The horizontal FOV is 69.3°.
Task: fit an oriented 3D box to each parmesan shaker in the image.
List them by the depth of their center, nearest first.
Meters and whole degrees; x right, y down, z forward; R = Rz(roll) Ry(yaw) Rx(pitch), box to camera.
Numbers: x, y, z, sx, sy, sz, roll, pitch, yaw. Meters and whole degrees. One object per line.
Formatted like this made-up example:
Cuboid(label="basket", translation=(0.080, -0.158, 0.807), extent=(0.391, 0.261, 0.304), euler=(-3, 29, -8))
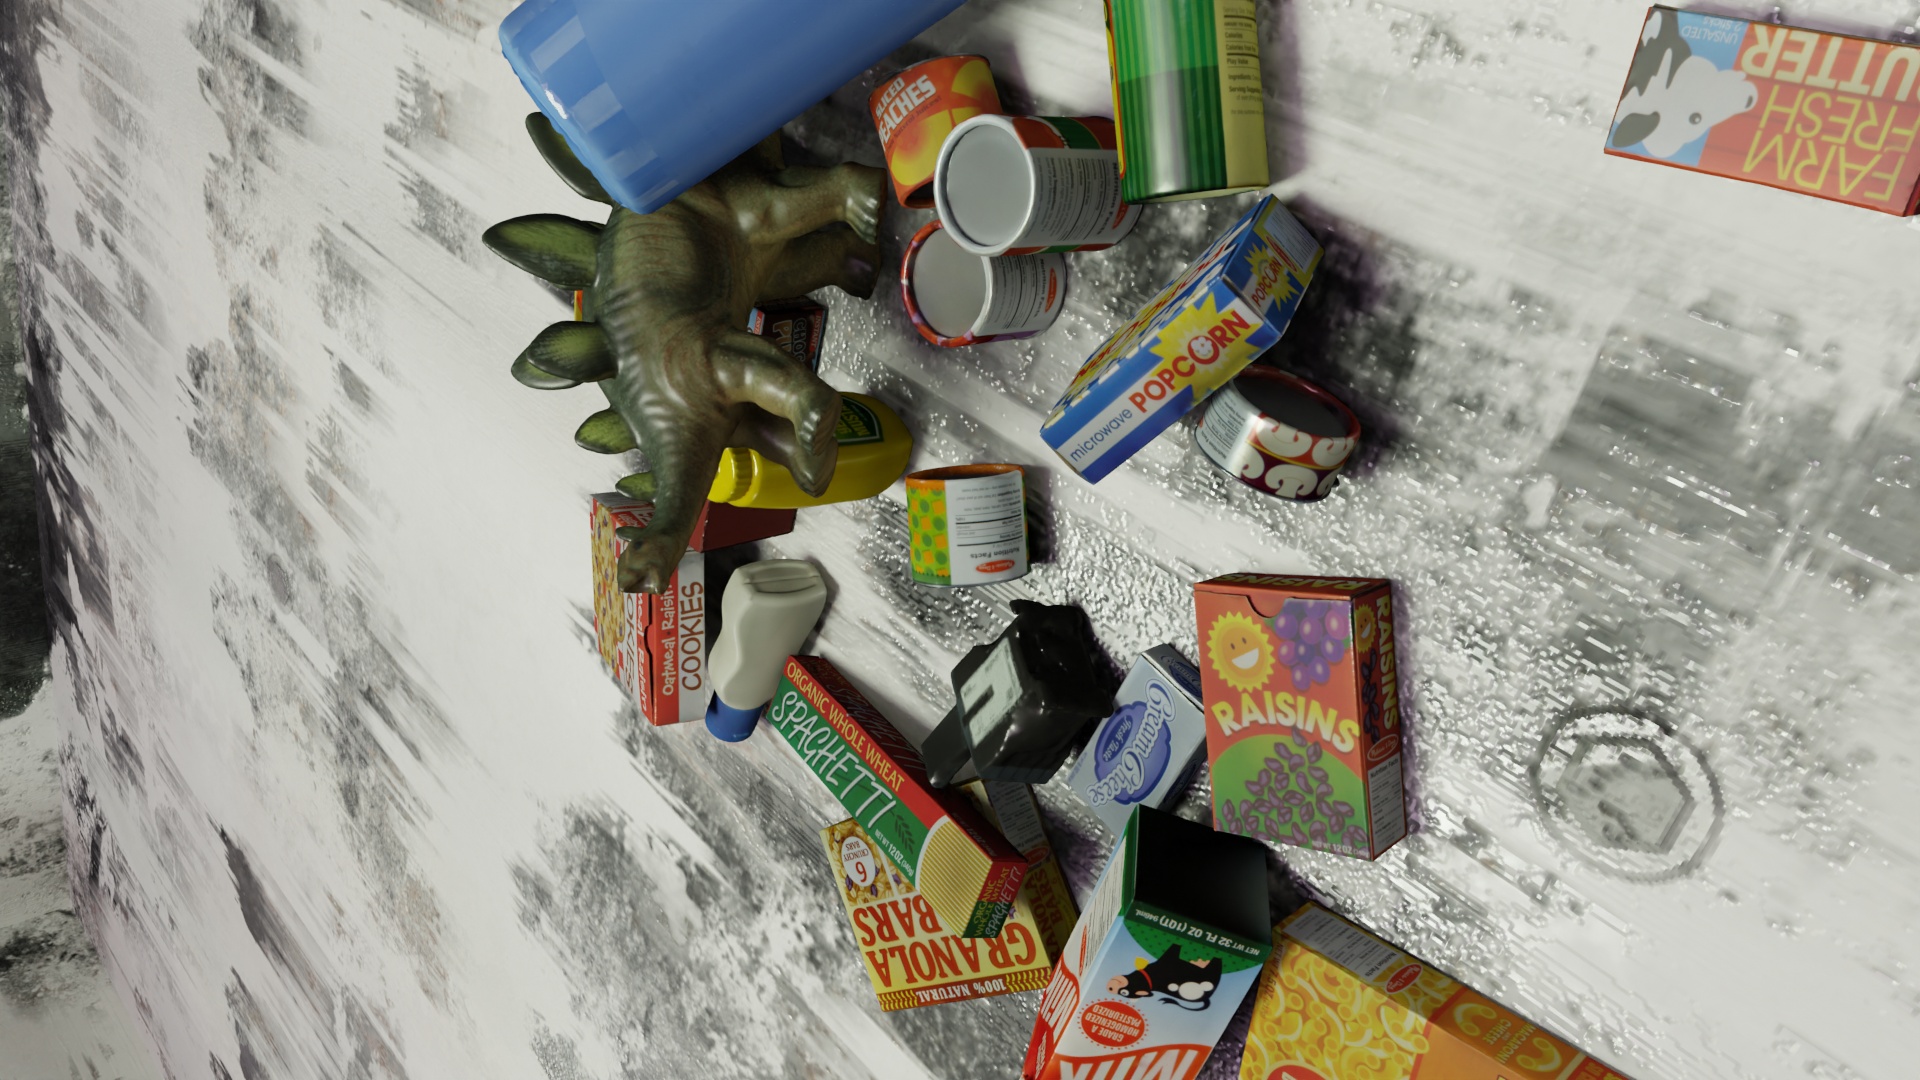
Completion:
Cuboid(label="parmesan shaker", translation=(0.097, -0.203, 0.611), extent=(0.071, 0.071, 0.103), euler=(3, 102, 44))

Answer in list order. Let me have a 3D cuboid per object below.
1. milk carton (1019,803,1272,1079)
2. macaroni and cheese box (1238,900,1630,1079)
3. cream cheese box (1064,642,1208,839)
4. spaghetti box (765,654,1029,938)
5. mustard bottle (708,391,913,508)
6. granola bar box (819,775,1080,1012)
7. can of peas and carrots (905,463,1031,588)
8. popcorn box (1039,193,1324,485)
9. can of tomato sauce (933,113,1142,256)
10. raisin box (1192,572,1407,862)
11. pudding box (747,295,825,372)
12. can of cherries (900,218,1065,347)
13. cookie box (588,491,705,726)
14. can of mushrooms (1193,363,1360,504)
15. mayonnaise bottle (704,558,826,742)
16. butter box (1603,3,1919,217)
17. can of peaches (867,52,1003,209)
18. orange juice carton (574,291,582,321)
Cuboid(label="milk carton", translation=(0.090, 0.236, 0.716), extent=(0.072, 0.074, 0.189), euler=(19, 120, -2))
Cuboid(label="macaroni and cheese box", translation=(0.212, 0.264, 0.643), extent=(0.166, 0.040, 0.123), euler=(24, 118, 39))
Cuboid(label="cream cheese box", translation=(0.097, 0.108, 0.727), extent=(0.053, 0.024, 0.103), euler=(45, 128, 27))
Cuboid(label="spaghetti box", translation=(-0.047, 0.144, 0.829), extent=(0.250, 0.029, 0.050), euler=(36, 108, 49))
Cuboid(label="mustard bottle", translation=(-0.100, -0.048, 0.785), extent=(0.065, 0.161, 0.048), euler=(43, 126, 27))
Cuboid(label="granola bar box", translation=(-0.006, 0.215, 0.848), extent=(0.165, 0.039, 0.124), euler=(-27, 80, 45))
Cuboid(label="can of peas and carrots", translation=(0.003, -0.010, 0.762), extent=(0.071, 0.071, 0.058), euler=(6, 104, 44))
Cuboid(label="popcorn box", translation=(0.098, -0.089, 0.627), extent=(0.038, 0.085, 0.126), euler=(43, 133, -7))
Cuboid(label="can of tomato sauce", translation=(0.037, -0.172, 0.672), extent=(0.071, 0.083, 0.071), euler=(14, 110, 42))
Cuboid(label="raisin box", translation=(0.158, 0.079, 0.650), extent=(0.086, 0.040, 0.123), euler=(2, 102, 45))
Cuboid(label="pudding box", translation=(-0.118, -0.109, 0.866), extent=(0.030, 0.050, 0.083), euler=(35, 123, 35))
Cuboid(label="can of cherries", translation=(0.010, -0.136, 0.726), extent=(0.071, 0.058, 0.071), euler=(14, 110, 42))
Cuboid(label="cookie box", translation=(-0.224, 0.043, 0.982), extent=(0.167, 0.040, 0.122), euler=(29, 121, 58))
Cuboid(label="can of mushrooms", translation=(0.142, -0.048, 0.615), extent=(0.071, 0.071, 0.033), euler=(41, 125, 30))
Cuboid(label="mayonnaise bottle", translation=(-0.138, 0.076, 0.928), extent=(0.041, 0.065, 0.147), euler=(59, 139, 35))
Cuboid(label="butter box", translation=(0.282, -0.148, 0.477), extent=(0.103, 0.024, 0.053), euler=(28, 119, 37))
Cuboid(label="can of peaches", translation=(-0.010, -0.210, 0.717), extent=(0.071, 0.071, 0.058), euler=(-17, 90, 46))
Cuboid(label="orange juice carton", translation=(-0.186, -0.160, 0.905), extent=(0.192, 0.072, 0.073), euler=(-28, 80, 45))
